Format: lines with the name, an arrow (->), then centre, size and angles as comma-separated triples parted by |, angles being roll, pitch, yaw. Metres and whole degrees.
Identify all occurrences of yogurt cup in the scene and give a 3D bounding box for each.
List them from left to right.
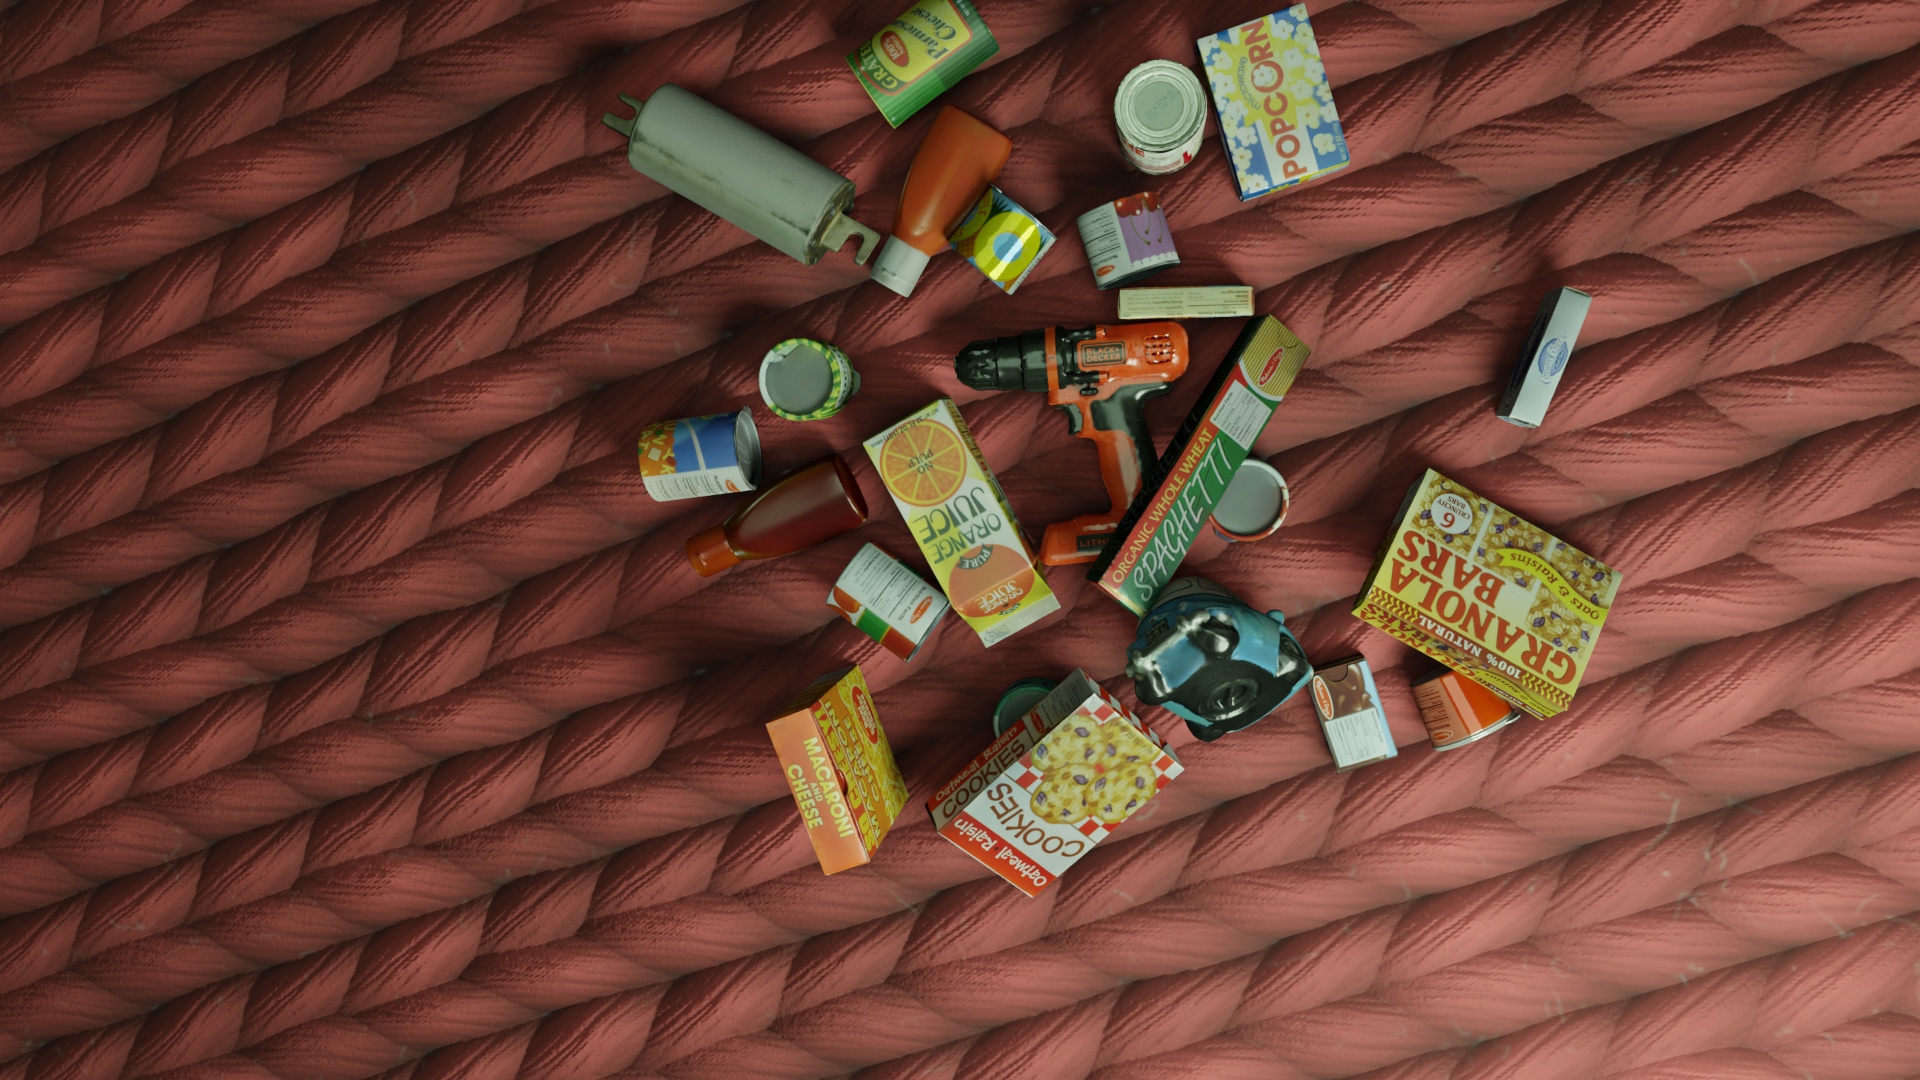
yogurt cup -> 0.384, 0.124, 1.071 | 0.072, 0.072, 0.054 | -27, 83, 10

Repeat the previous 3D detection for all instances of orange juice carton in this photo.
orange juice carton -> 0.004, -0.014, 1.106 | 0.072, 0.073, 0.192 | -29, 91, 9

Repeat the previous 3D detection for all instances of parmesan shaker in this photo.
parmesan shaker -> -0.031, -0.381, 1.081 | 0.103, 0.071, 0.071 | -34, 90, 10

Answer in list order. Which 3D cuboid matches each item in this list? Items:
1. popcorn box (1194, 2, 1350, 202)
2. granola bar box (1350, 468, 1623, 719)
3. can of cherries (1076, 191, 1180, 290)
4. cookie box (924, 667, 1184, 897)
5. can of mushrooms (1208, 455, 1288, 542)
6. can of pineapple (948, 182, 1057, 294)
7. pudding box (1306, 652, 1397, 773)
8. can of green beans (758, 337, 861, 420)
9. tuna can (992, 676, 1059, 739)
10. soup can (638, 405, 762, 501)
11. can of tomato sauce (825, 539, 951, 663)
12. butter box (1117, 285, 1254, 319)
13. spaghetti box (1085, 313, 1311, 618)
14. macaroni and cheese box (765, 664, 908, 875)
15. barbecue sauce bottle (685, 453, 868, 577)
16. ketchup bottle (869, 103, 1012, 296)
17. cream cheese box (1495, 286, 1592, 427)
popcorn box -> 0.237, -0.333, 1.061 | 0.085, 0.038, 0.126 | -17, 93, 10
granola bar box -> 0.396, 0.040, 1.048 | 0.165, 0.039, 0.124 | 30, 70, 4
can of cherries -> 0.131, -0.232, 1.074 | 0.071, 0.071, 0.058 | -18, 92, 9
cookie box -> 0.075, 0.195, 1.104 | 0.167, 0.040, 0.122 | -43, 122, 10
can of mushrooms -> 0.223, -0.031, 1.094 | 0.071, 0.033, 0.071 | 1, 95, 7
can of pineapple -> 0.031, -0.235, 1.084 | 0.071, 0.071, 0.057 | 40, 100, 3
pudding box -> 0.309, 0.136, 1.099 | 0.049, 0.030, 0.083 | -19, 92, 11
can of green beans -> -0.124, -0.130, 1.121 | 0.071, 0.058, 0.071 | 1, 96, 8
tuna can -> 0.063, 0.145, 1.133 | 0.071, 0.033, 0.071 | 1, 96, 8
soup can -> -0.212, -0.071, 1.136 | 0.084, 0.071, 0.071 | -7, 95, 9
can of tomato sauce -> -0.058, 0.050, 1.126 | 0.083, 0.071, 0.071 | 35, 99, 4
butter box -> 0.174, -0.185, 1.076 | 0.103, 0.053, 0.024 | 0, 98, 9
spaghetti box -> 0.181, -0.058, 1.054 | 0.050, 0.028, 0.250 | 36, 80, -18
macaroni and cheese box -> -0.092, 0.174, 1.090 | 0.040, 0.167, 0.123 | -21, 93, 9
barbecue sauce bottle -> -0.154, -0.015, 1.143 | 0.148, 0.044, 0.064 | -24, 104, 10
ketchup bottle -> -0.021, -0.266, 1.101 | 0.065, 0.043, 0.148 | 32, 99, 5
cream cheese box -> 0.437, -0.137, 1.044 | 0.024, 0.053, 0.103 | 21, 98, 8
